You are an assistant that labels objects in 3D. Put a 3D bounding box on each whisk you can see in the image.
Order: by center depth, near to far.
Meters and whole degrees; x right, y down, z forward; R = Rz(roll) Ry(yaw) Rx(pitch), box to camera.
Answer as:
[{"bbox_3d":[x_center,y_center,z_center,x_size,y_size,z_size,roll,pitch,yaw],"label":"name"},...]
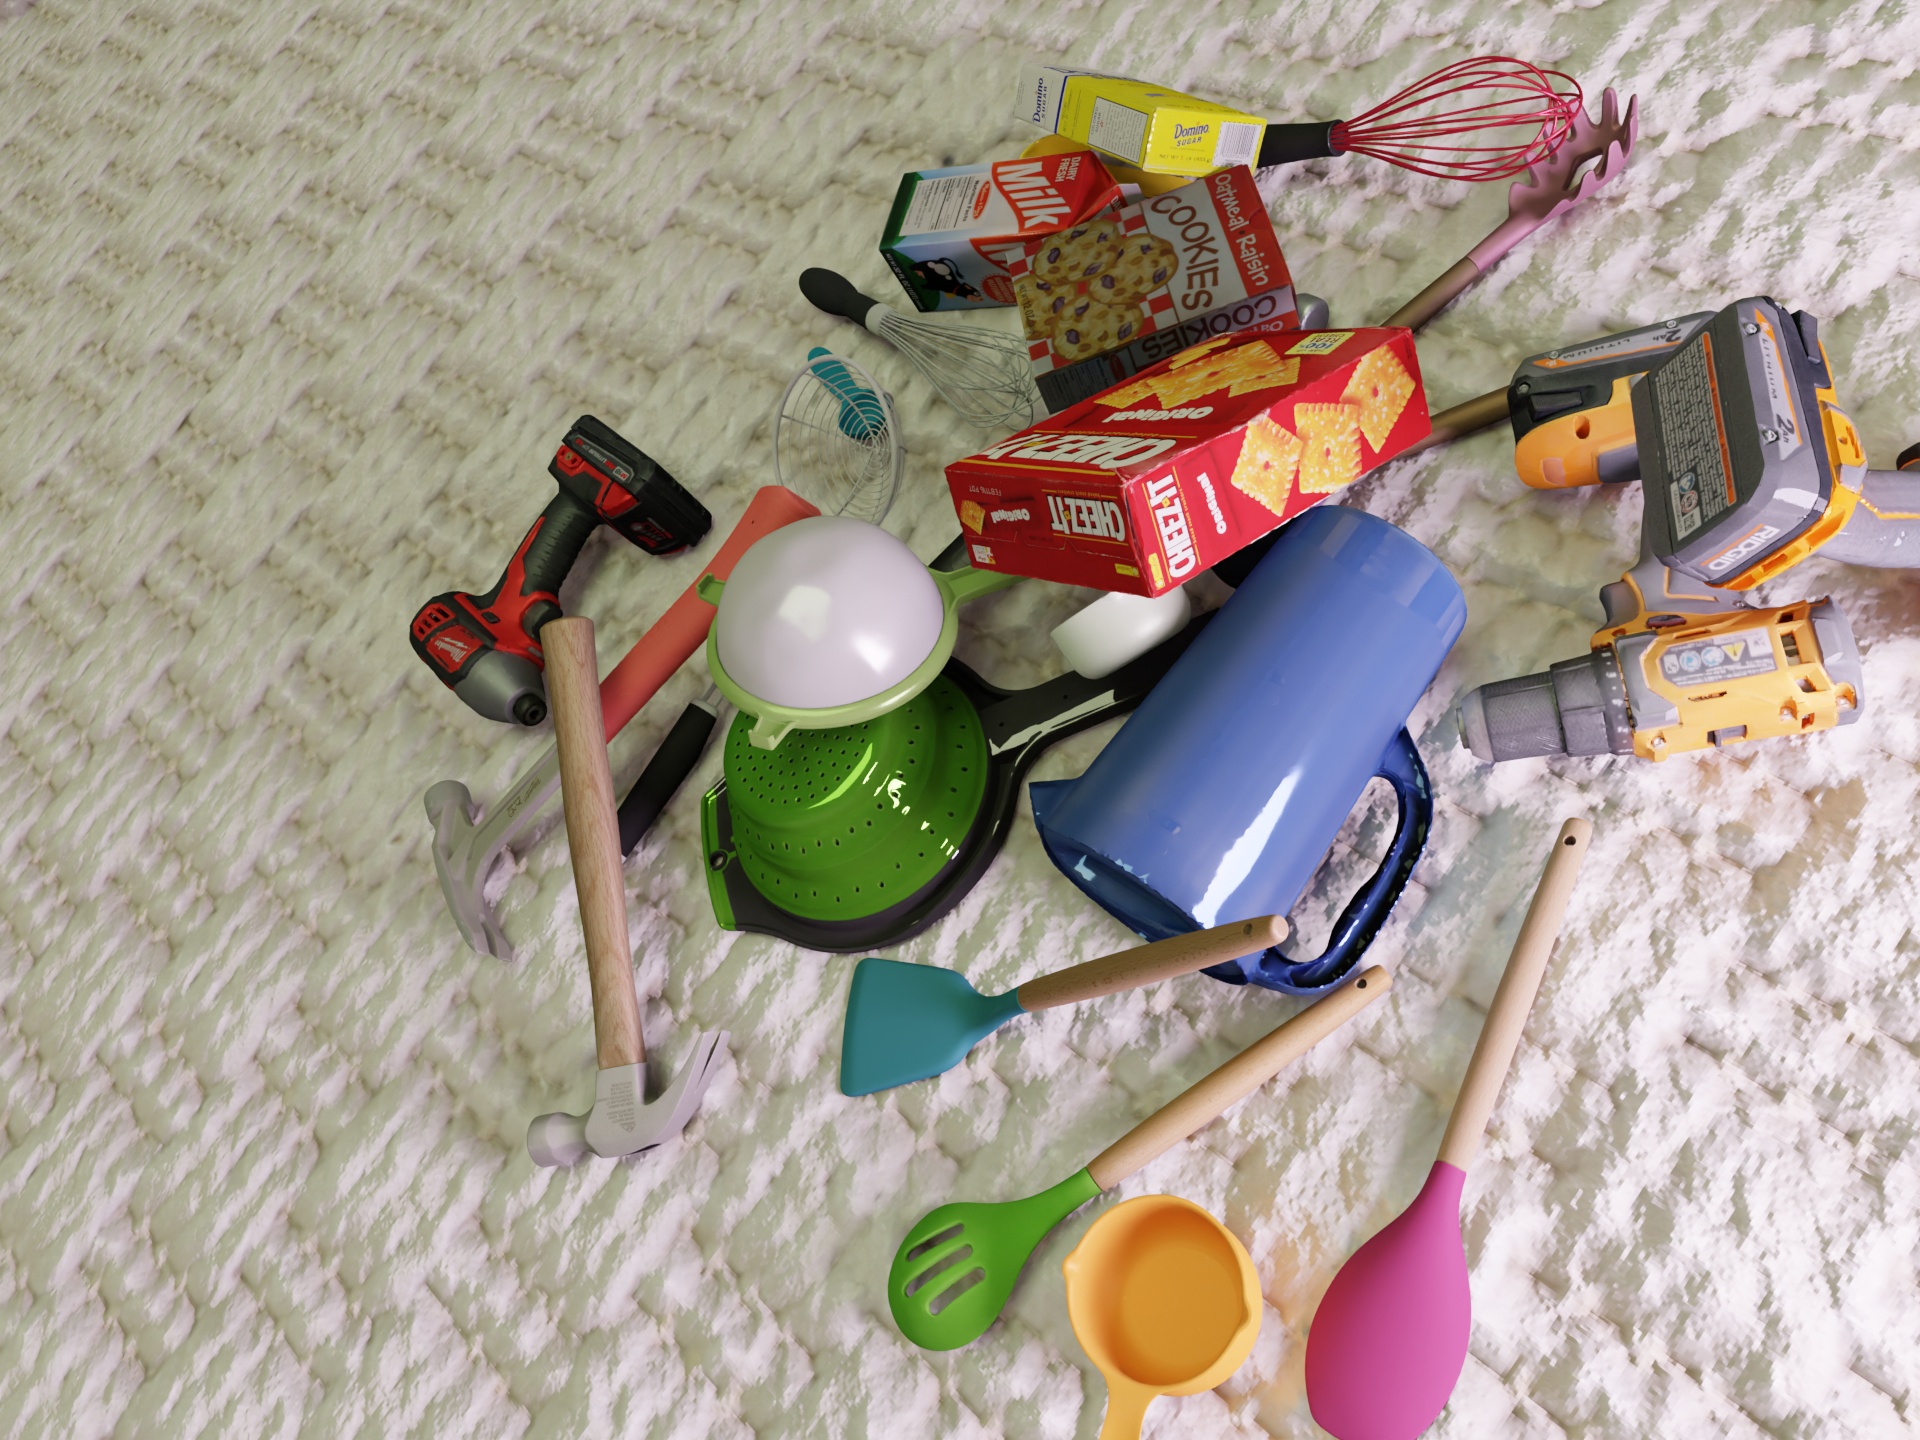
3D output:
[{"bbox_3d":[0.259,-0.376,1.021,0.296,0.073,0.073,15,70,47],"label":"whisk"},{"bbox_3d":[-0.037,-0.274,1.133,0.070,0.070,0.285,-48,49,-5],"label":"whisk"}]

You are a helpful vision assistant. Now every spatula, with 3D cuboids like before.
[{"bbox_3d":[0.042,0.137,0.819,0.317,0.044,0.082,-28,48,49],"label":"spatula"},{"bbox_3d":[0.267,-0.165,0.944,0.316,0.018,0.060,-21,66,16],"label":"spatula"}]

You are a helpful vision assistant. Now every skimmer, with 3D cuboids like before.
[{"bbox_3d":[-0.153,-0.072,1.053,0.127,0.090,0.363,23,76,40],"label":"skimmer"}]

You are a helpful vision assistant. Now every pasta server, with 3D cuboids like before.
[{"bbox_3d":[0.290,-0.267,0.978,0.316,0.040,0.060,-41,39,2],"label":"pasta server"}]

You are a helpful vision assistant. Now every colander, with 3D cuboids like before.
[{"bbox_3d":[-0.001,-0.003,0.938,0.397,0.094,0.205,-24,55,13],"label":"colander"}]

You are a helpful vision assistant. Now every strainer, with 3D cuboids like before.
[{"bbox_3d":[-0.030,-0.088,0.925,0.256,0.069,0.152,-20,47,-7],"label":"strainer"}]

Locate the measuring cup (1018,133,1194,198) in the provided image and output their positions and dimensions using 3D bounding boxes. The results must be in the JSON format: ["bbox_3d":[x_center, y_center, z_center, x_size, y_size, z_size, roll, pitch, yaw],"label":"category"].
[{"bbox_3d":[0.114,-0.381,1.141,0.156,0.029,0.062,20,73,21],"label":"measuring cup"}]

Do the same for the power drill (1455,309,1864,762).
[{"bbox_3d":[0.341,-0.085,0.829,0.185,0.084,0.226,-12,64,20],"label":"power drill"}]

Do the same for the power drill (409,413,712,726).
[{"bbox_3d":[-0.291,-0.100,1.149,0.143,0.078,0.219,37,86,36],"label":"power drill"}]

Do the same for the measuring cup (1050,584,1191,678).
[{"bbox_3d":[0.130,-0.074,0.873,0.167,0.083,0.038,-29,88,1],"label":"measuring cup"}]

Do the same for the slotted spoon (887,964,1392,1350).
[{"bbox_3d":[0.089,0.218,0.815,0.314,0.031,0.070,-35,51,3],"label":"slotted spoon"}]

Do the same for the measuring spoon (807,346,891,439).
[{"bbox_3d":[-0.082,-0.239,1.162,0.042,0.021,0.129,-38,44,3],"label":"measuring spoon"}]

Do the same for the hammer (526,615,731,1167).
[{"bbox_3d":[-0.219,0.096,0.971,0.130,0.031,0.331,-14,77,18],"label":"hammer"}]

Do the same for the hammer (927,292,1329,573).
[{"bbox_3d":[0.080,-0.176,1.017,0.331,0.033,0.128,-45,52,-10],"label":"hammer"}]

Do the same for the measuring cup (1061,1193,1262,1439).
[{"bbox_3d":[0.088,0.314,0.747,0.095,0.052,0.174,6,68,29],"label":"measuring cup"}]

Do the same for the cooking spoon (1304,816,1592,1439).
[{"bbox_3d":[0.243,0.189,0.760,0.069,0.017,0.319,17,72,32],"label":"cooking spoon"}]

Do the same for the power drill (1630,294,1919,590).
[{"bbox_3d":[0.431,-0.116,0.739,0.226,0.084,0.164,14,61,-15],"label":"power drill"}]

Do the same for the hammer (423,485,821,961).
[{"bbox_3d":[-0.218,-0.009,1.033,0.359,0.036,0.149,-44,51,14],"label":"hammer"}]
